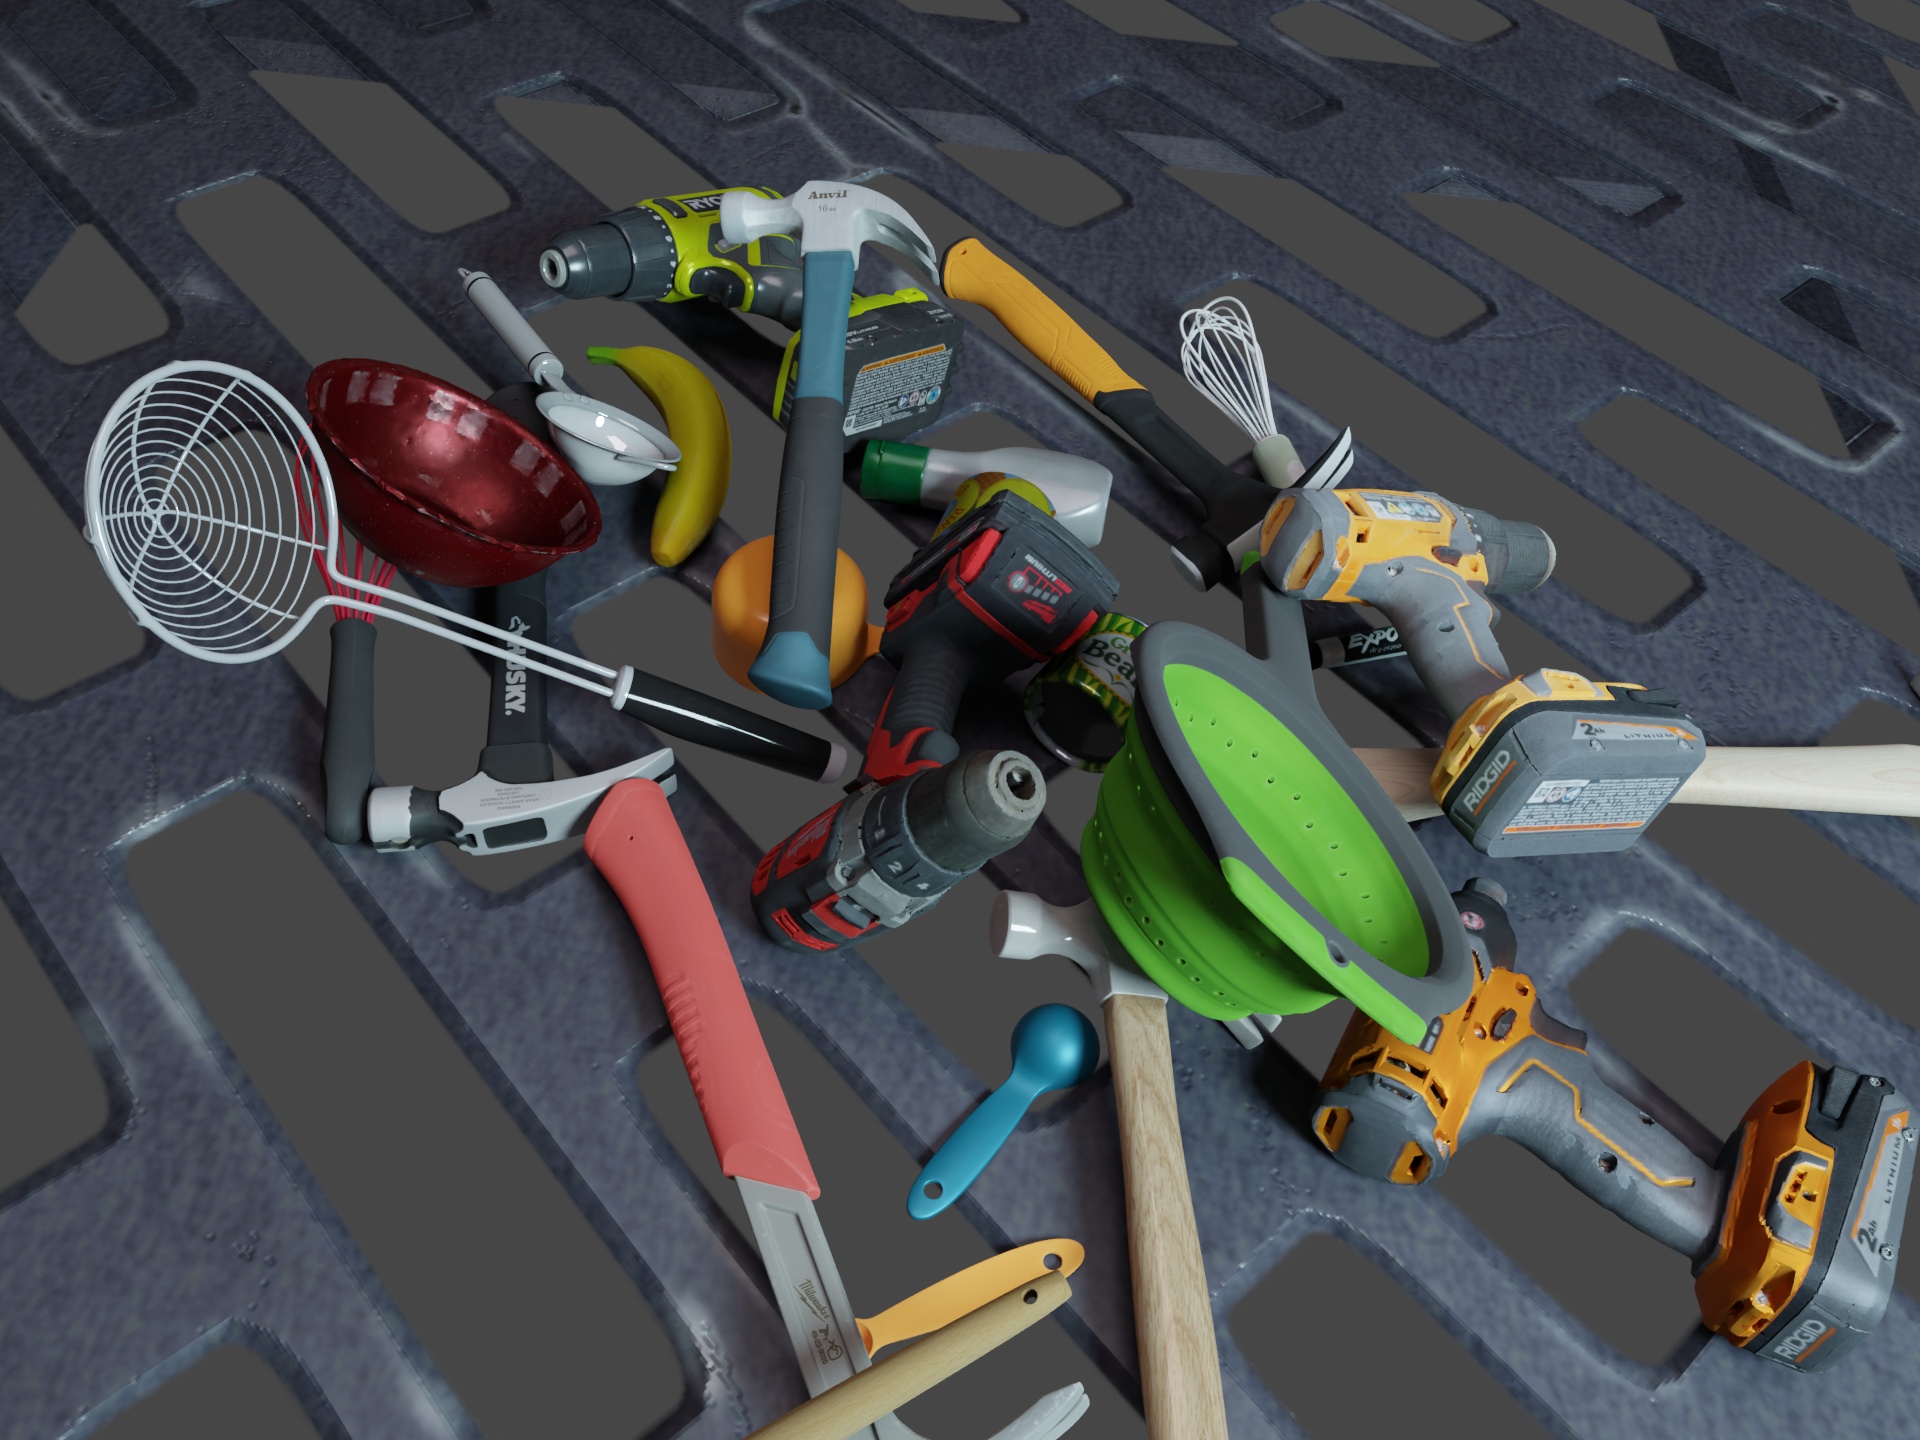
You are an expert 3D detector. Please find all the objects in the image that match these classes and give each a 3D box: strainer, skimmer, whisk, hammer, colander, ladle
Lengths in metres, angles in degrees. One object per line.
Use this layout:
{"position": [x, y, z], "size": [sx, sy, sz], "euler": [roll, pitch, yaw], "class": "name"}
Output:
{"position": [-0.242, -0.202, 0.944], "size": [0.086, 0.050, 0.259], "euler": [3, 38, -49], "class": "strainer"}
{"position": [-0.204, -0.044, 0.730], "size": [0.363, 0.090, 0.127], "euler": [21, 64, -23], "class": "skimmer"}
{"position": [0.194, -0.178, 1.004], "size": [0.057, 0.059, 0.247], "euler": [9, 48, -35], "class": "whisk"}
{"position": [-0.238, -0.072, 0.879], "size": [0.146, 0.035, 0.335], "euler": [-5, 51, -9], "class": "hammer"}
{"position": [0.097, -0.222, 1.018], "size": [0.127, 0.034, 0.337], "euler": [-39, 57, -4], "class": "hammer"}
{"position": [0.087, 0.222, 0.658], "size": [0.130, 0.031, 0.332], "euler": [8, 52, -17], "class": "hammer"}
{"position": [0.130, 0.024, 0.765], "size": [0.204, 0.094, 0.397], "euler": [41, 26, -13], "class": "colander"}
{"position": [-0.324, -0.063, 0.849], "size": [0.073, 0.073, 0.296], "euler": [-5, 56, -10], "class": "whisk"}
{"position": [-0.080, -0.159, 0.863], "size": [0.128, 0.033, 0.331], "euler": [-1, 65, 6], "class": "hammer"}
{"position": [0.378, 0.022, 0.861], "size": [0.410, 0.038, 0.146], "euler": [0, 49, -5], "class": "hammer"}
{"position": [-0.085, 0.162, 0.685], "size": [0.149, 0.036, 0.359], "euler": [-24, 54, -6], "class": "hammer"}
{"position": [-0.100, 0.278, 0.568], "size": [0.315, 0.031, 0.069], "euler": [-26, 57, -9], "class": "ladle"}

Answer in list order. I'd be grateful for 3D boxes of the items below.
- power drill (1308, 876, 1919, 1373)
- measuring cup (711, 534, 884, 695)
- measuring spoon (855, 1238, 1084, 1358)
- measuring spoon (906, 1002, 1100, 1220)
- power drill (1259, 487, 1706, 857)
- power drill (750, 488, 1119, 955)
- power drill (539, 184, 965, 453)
{"position": [0.289, 0.164, 0.708], "size": [0.226, 0.084, 0.164], "euler": [24, 52, 18], "class": "power drill"}
{"position": [-0.051, -0.061, 0.875], "size": [0.173, 0.052, 0.095], "euler": [1, 50, -3], "class": "measuring cup"}
{"position": [0.000, 0.241, 0.661], "size": [0.117, 0.011, 0.021], "euler": [-15, 52, -22], "class": "measuring spoon"}
{"position": [0.019, 0.171, 0.710], "size": [0.042, 0.021, 0.129], "euler": [33, 53, 20], "class": "measuring spoon"}
{"position": [0.280, -0.038, 0.824], "size": [0.185, 0.084, 0.226], "euler": [0, 43, -28], "class": "power drill"}
{"position": [-0.001, -0.002, 0.746], "size": [0.080, 0.188, 0.227], "euler": [38, 52, -17], "class": "power drill"}
{"position": [-0.130, -0.260, 0.998], "size": [0.229, 0.080, 0.190], "euler": [38, 41, 24], "class": "power drill"}
